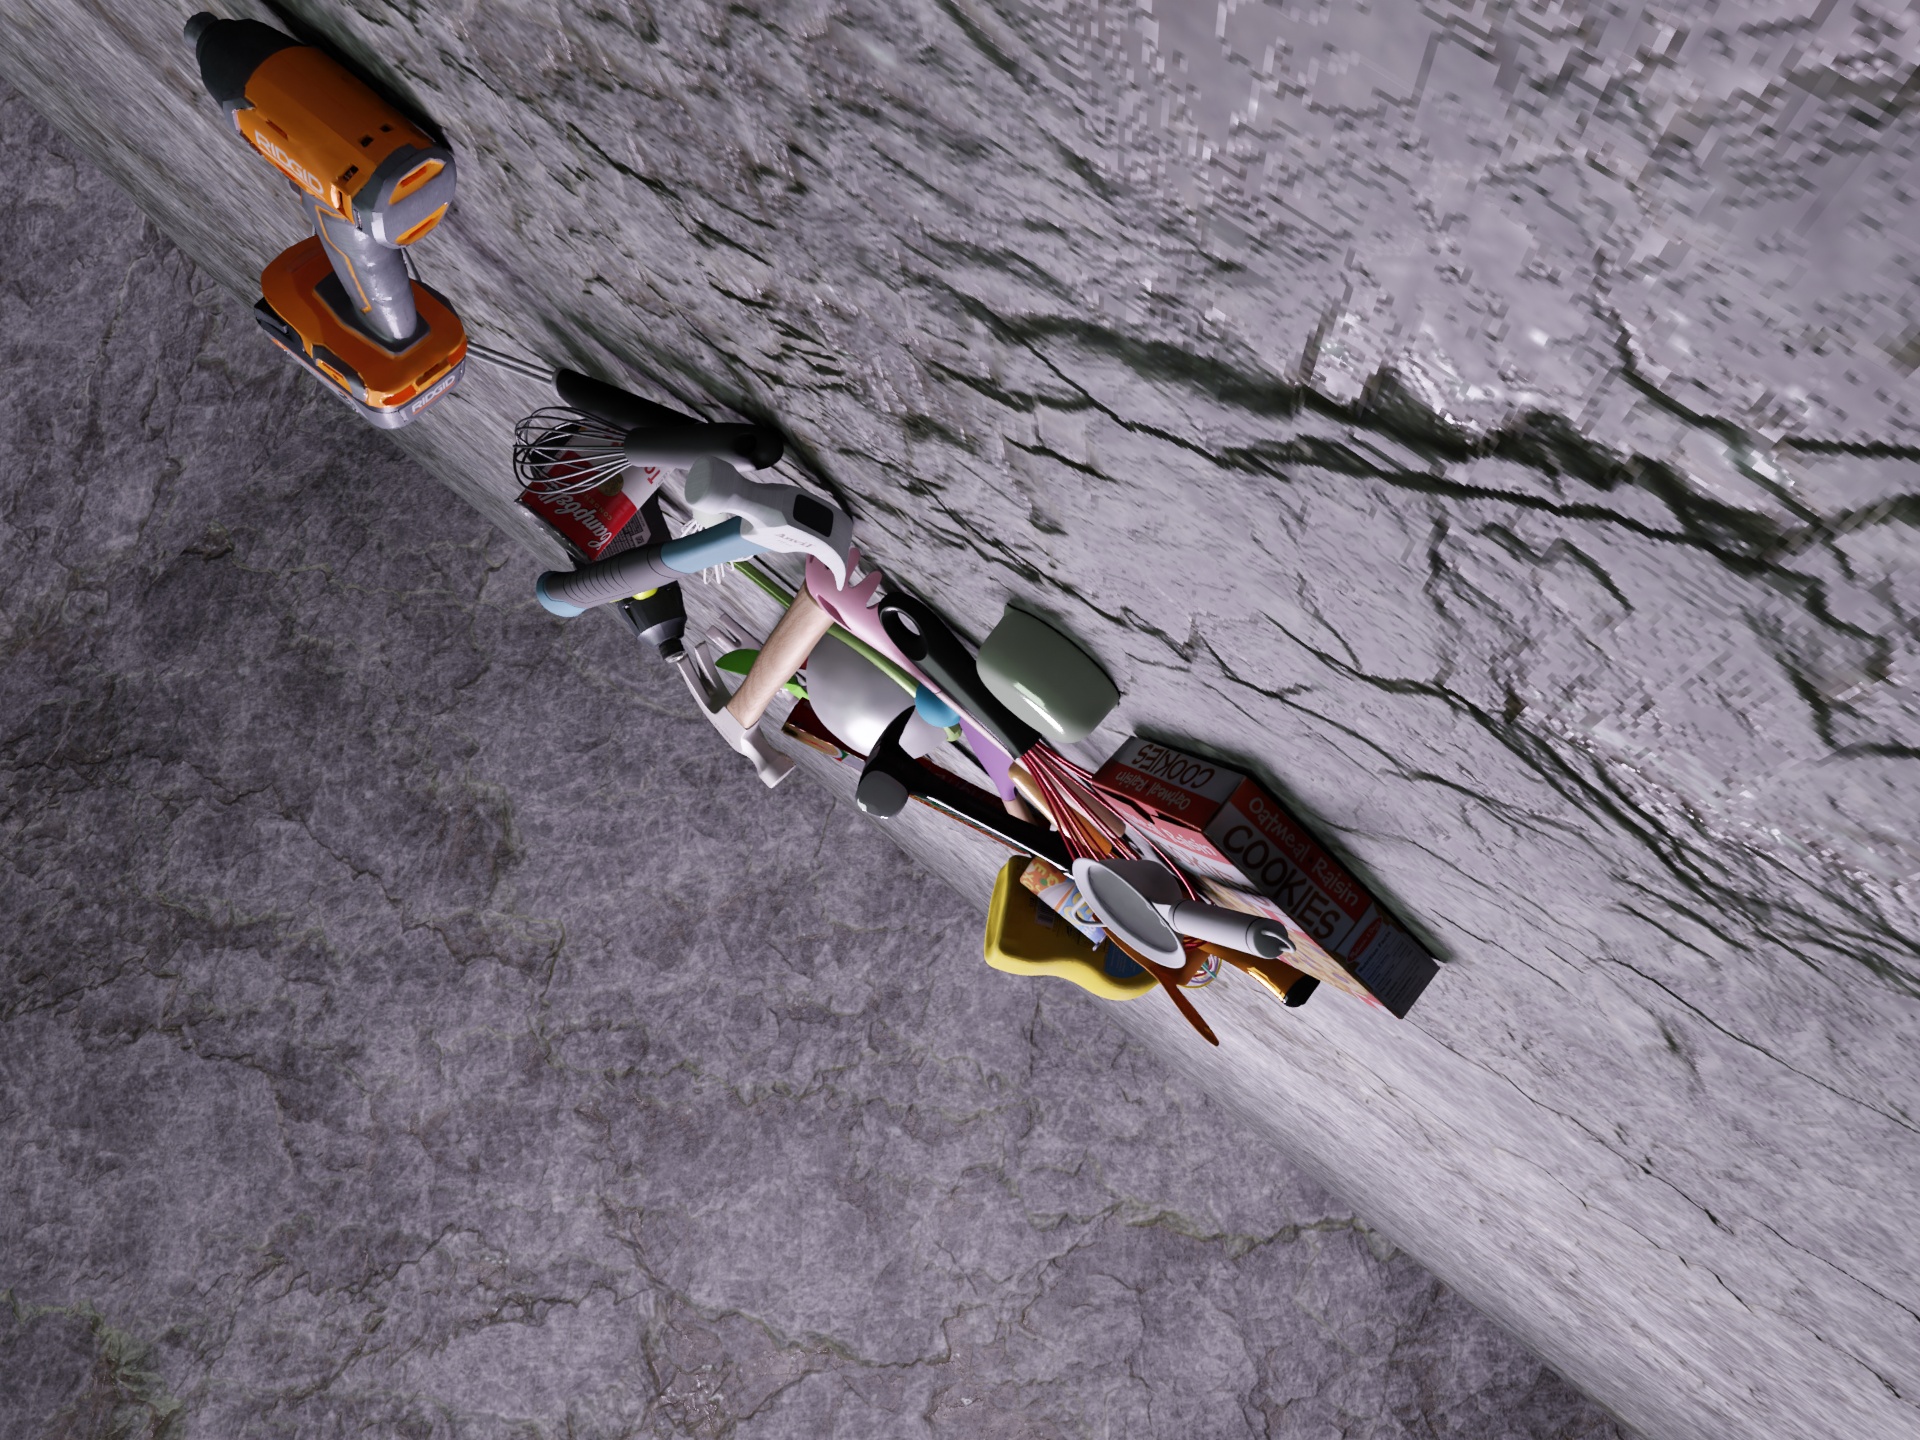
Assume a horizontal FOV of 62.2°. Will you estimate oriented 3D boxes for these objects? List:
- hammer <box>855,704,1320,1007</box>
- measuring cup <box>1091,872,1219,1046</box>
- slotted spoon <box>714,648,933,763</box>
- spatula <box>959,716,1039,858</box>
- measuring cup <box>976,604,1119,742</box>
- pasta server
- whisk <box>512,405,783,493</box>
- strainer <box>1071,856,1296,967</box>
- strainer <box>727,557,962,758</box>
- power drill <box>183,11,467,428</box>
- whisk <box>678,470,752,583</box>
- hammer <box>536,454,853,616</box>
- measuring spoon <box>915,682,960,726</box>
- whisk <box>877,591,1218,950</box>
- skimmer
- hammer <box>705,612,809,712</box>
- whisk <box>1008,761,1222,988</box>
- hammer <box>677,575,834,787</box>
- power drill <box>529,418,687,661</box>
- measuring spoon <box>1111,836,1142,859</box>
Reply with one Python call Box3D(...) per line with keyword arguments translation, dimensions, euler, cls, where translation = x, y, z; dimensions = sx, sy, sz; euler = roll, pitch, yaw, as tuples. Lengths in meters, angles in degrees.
Box3D(translation=(0.089, 0.098, 1.062), dimensions=(0.337, 0.034, 0.127), euler=(28, -159, -4), cls="hammer")
Box3D(translation=(0.155, 0.159, 1.105), dimensions=(0.095, 0.052, 0.174), euler=(31, -168, -26), cls="measuring cup")
Box3D(translation=(-0.114, -0.006, 1.480), dimensions=(0.070, 0.031, 0.313), euler=(18, 171, 37), cls="slotted spoon")
Box3D(translation=(0.048, 0.073, 1.293), dimensions=(0.060, 0.018, 0.315), euler=(36, 165, 33), cls="spatula")
Box3D(translation=(0.029, -0.021, 0.878), dimensions=(0.083, 0.038, 0.167), euler=(41, 169, -14), cls="measuring cup")
Box3D(translation=(0.010, -0.015, 1.058), dimensions=(0.316, 0.040, 0.060), euler=(39, 173, -28), cls="pasta server")
Box3D(translation=(-0.189, -0.157, 0.931), dimensions=(0.239, 0.055, 0.055), euler=(8, 152, 40), cls="whisk")
Box3D(translation=(0.122, 0.105, 0.861), dimensions=(0.087, 0.050, 0.258), euler=(50, 168, -9), cls="strainer")
Box3D(translation=(-0.117, -0.046, 1.285), dimensions=(0.256, 0.069, 0.151), euler=(38, 172, -4), cls="strainer")
Box3D(translation=(-0.362, -0.287, 0.911), dimensions=(0.164, 0.084, 0.226), euler=(39, 153, 5), cls="power drill")
Box3D(translation=(-0.176, -0.146, 1.128), dimensions=(0.059, 0.058, 0.246), euler=(6, 171, -6), cls="whisk")
Box3D(translation=(-0.184, -0.101, 0.998), dimensions=(0.128, 0.033, 0.331), euler=(18, 165, -36), cls="hammer")
Box3D(translation=(-0.002, -0.004, 1.149), dimensions=(0.042, 0.021, 0.129), euler=(60, 162, -21), cls="measuring spoon")
Box3D(translation=(0.056, 0.030, 0.983), dimensions=(0.296, 0.073, 0.073), euler=(46, 171, -4), cls="whisk")
Box3D(translation=(-0.287, -0.260, 1.037), dimensions=(0.363, 0.090, 0.127), euler=(25, 163, 24), cls="skimmer")
Box3D(translation=(-0.192, -0.071, 1.597), dimensions=(0.143, 0.038, 0.386), euler=(42, 172, -5), cls="hammer")
Box3D(translation=(0.119, 0.119, 1.211), dimensions=(0.244, 0.047, 0.051), euler=(47, -164, -17), cls="whisk")
Box3D(translation=(-0.148, -0.043, 1.239), dimensions=(0.130, 0.031, 0.331), euler=(47, 154, 0), cls="hammer")
Box3D(translation=(-0.270, -0.141, 1.279), dimensions=(0.223, 0.080, 0.171), euler=(120, 126, -81), cls="power drill")
Box3D(translation=(0.102, 0.071, 1.168), dimensions=(0.116, 0.011, 0.021), euler=(41, -177, -34), cls="measuring spoon")
